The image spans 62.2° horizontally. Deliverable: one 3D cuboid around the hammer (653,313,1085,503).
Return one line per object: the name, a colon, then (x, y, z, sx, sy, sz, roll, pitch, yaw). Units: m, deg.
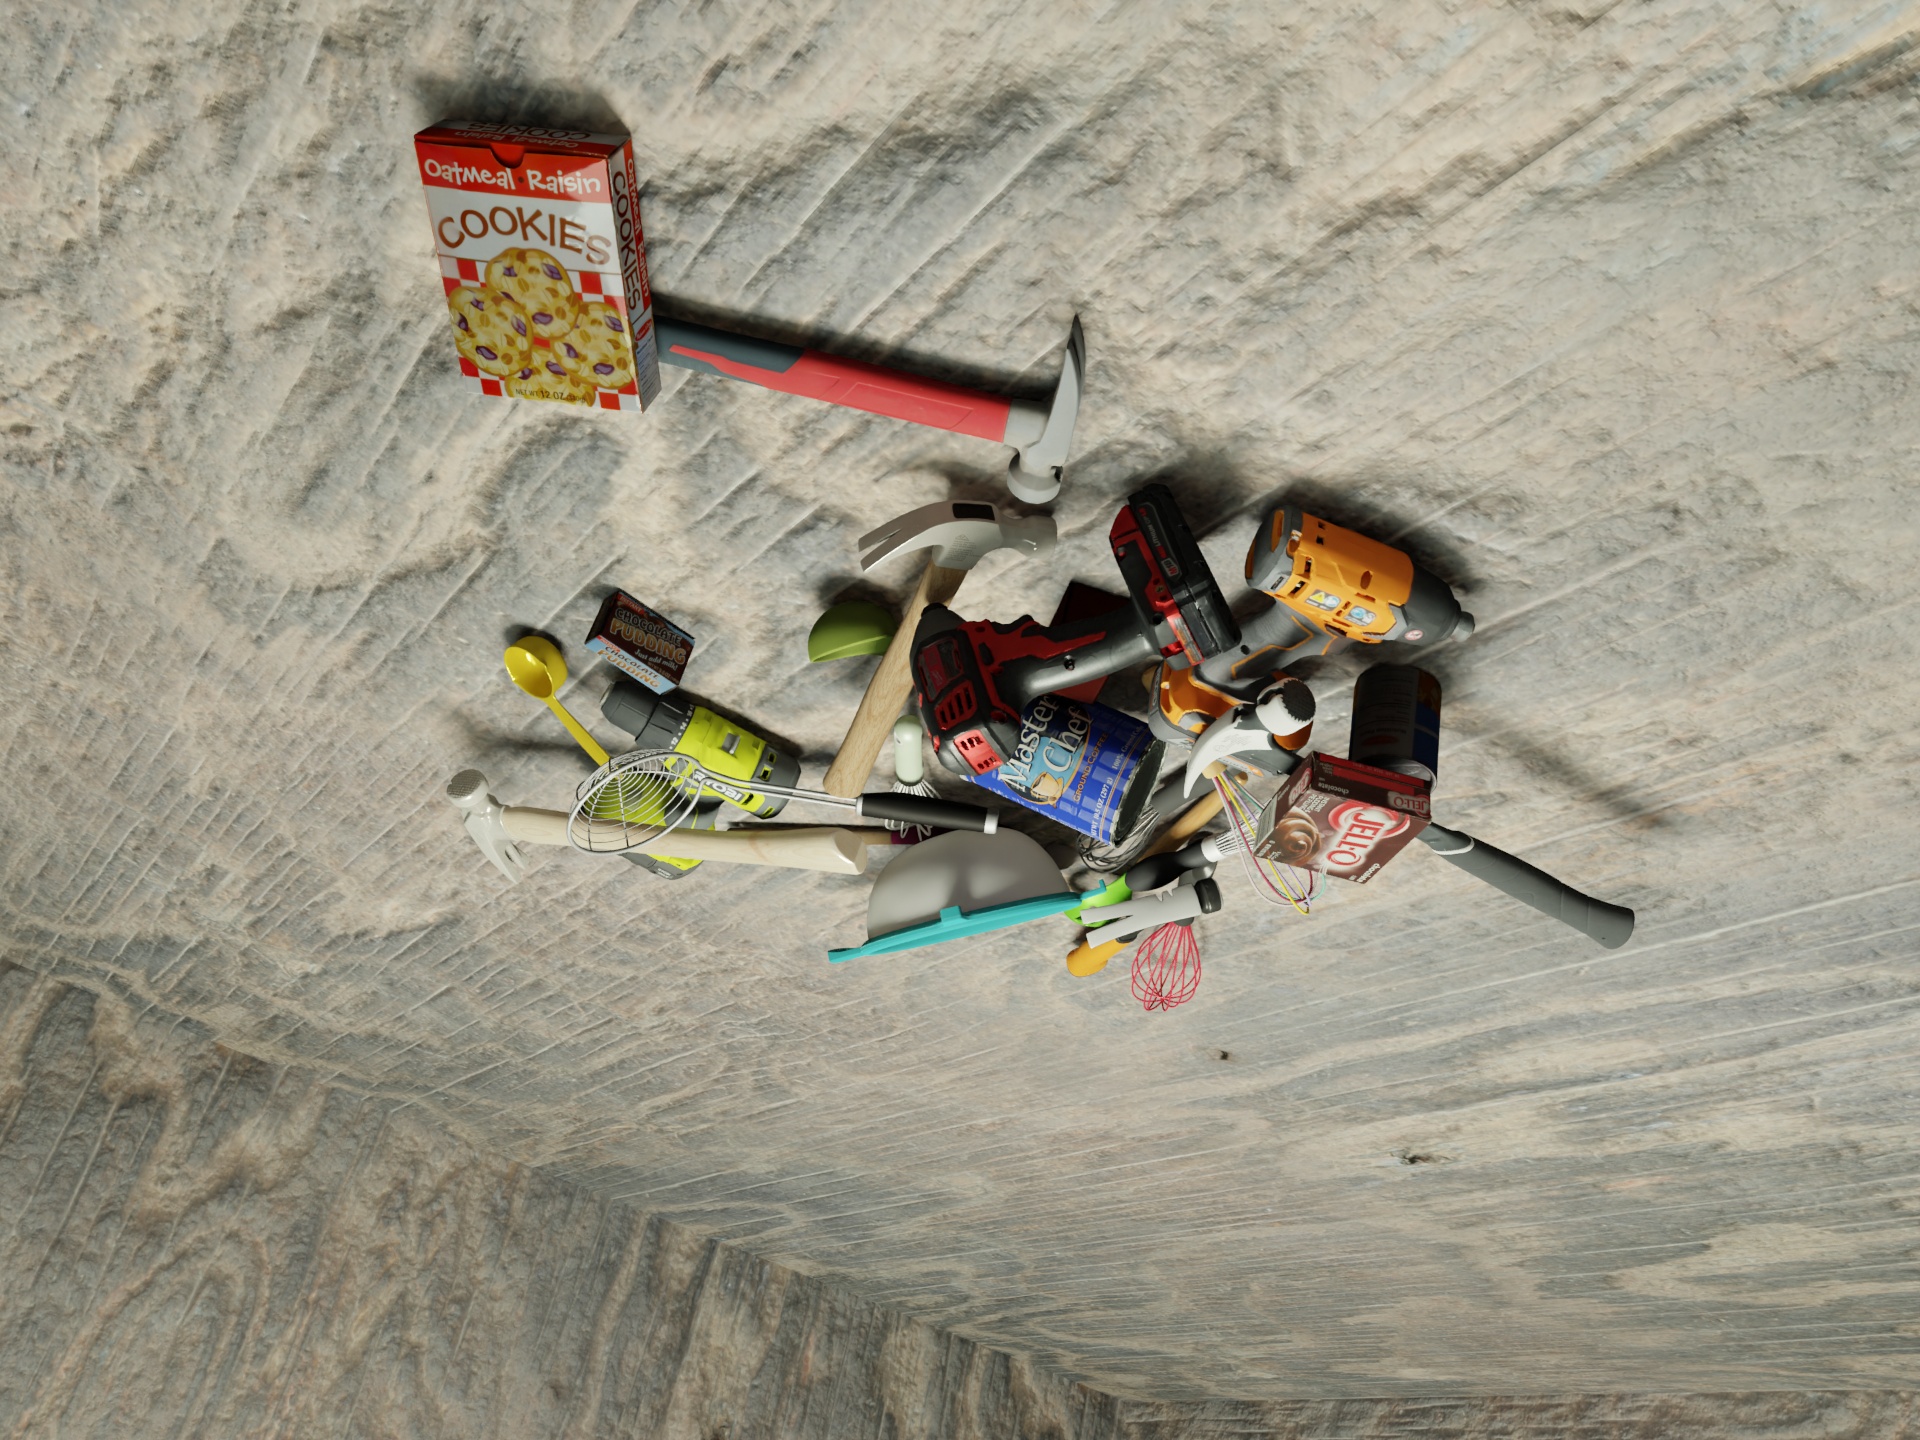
hammer: (-0.112, -0.240, 1.032, 0.386, 0.038, 0.143, 13, 147, 1)

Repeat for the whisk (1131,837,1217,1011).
whisk: (0.216, 0.203, 1.569, 0.073, 0.073, 0.295, 11, 141, 5)

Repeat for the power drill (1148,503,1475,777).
power drill: (0.249, -0.049, 1.147, 0.164, 0.084, 0.226, 20, 143, -10)

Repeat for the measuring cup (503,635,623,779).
measuring cup: (-0.350, -0.012, 1.438, 0.062, 0.029, 0.156, -18, 115, 46)

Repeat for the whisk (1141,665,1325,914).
whisk: (0.219, 0.059, 1.279, 0.051, 0.047, 0.245, -21, 109, 48)

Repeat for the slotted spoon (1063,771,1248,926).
slotted spoon: (0.179, 0.126, 1.476, 0.070, 0.031, 0.313, 12, 145, -20)

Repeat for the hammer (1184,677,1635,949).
hammer: (0.352, 0.088, 1.199, 0.408, 0.036, 0.149, 26, 148, -20)

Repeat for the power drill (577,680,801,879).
power drill: (-0.279, 0.055, 1.517, 0.190, 0.080, 0.228, 30, 143, -15)

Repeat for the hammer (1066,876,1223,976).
hammer: (0.146, 0.212, 1.539, 0.127, 0.034, 0.336, -13, 165, -12)

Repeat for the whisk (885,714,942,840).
whisk: (-0.044, 0.051, 1.416, 0.059, 0.058, 0.246, -23, 159, -10)

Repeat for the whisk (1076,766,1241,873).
whisk: (0.178, 0.075, 1.395, 0.055, 0.055, 0.239, 27, 141, -20)

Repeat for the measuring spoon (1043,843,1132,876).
measuring spoon: (0.139, 0.147, 1.545, 0.124, 0.018, 0.034, 15, 148, -3)

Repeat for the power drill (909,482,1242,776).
power drill: (0.067, -0.064, 1.094, 0.219, 0.143, 0.078, -27, 137, 10)

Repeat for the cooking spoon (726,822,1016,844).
cooking spoon: (-0.091, 0.117, 1.588, 0.319, 0.017, 0.068, 0, 145, 20)

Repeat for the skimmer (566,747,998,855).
skimmer: (-0.151, 0.088, 1.374, 0.363, 0.090, 0.127, 8, 143, 2)

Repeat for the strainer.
strainer: (-0.037, 0.167, 1.530, 0.211, 0.095, 0.340, -5, 169, -39)

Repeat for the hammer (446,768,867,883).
hammer: (-0.281, 0.118, 1.504, 0.411, 0.038, 0.146, 4, 140, 19)

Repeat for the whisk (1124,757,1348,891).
whisk: (0.244, 0.100, 1.369, 0.070, 0.070, 0.284, 33, 139, -27)

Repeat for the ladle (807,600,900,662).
ladle: (-0.002, -0.004, 1.336, 0.078, 0.062, 0.319, -17, 139, 40)

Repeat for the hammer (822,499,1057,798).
hammer: (-0.047, -0.045, 1.221, 0.130, 0.031, 0.331, 6, 140, -21)
